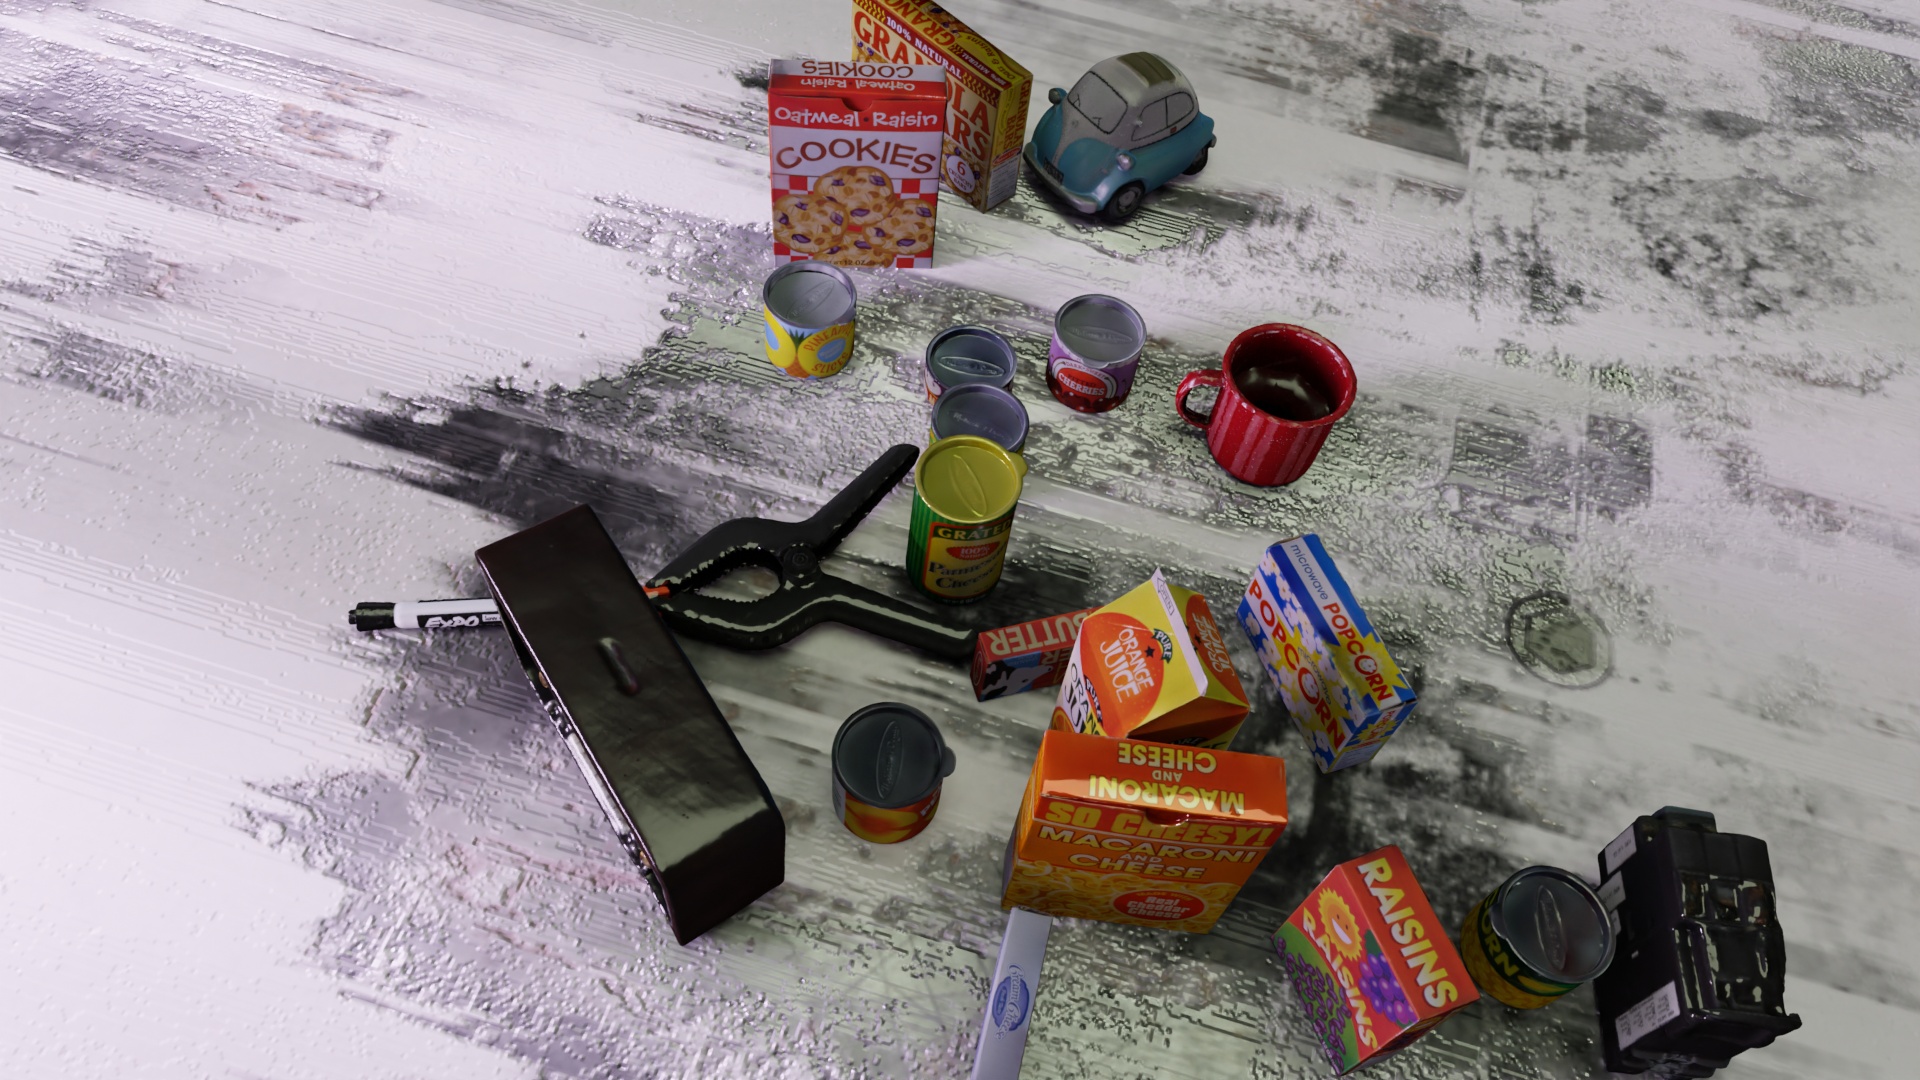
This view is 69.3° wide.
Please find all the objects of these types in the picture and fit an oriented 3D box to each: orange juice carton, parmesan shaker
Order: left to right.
[{"bbox_3d":[0.003,-0.011,0.888,0.071,0.102,0.071,3,56,-4],"label":"parmesan shaker"},{"bbox_3d":[0.103,0.094,0.776,0.073,0.191,0.072,-10,58,-12],"label":"orange juice carton"}]

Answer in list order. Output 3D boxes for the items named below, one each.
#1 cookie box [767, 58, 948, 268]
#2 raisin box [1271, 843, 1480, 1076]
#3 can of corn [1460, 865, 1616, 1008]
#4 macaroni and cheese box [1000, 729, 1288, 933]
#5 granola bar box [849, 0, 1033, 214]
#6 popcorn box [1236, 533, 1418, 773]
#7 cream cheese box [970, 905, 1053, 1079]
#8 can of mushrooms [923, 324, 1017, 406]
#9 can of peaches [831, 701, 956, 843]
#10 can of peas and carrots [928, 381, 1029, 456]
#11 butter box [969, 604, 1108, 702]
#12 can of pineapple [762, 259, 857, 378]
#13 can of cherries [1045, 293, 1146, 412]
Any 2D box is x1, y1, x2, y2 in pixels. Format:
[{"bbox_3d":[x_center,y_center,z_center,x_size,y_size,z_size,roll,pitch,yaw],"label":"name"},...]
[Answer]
[{"bbox_3d":[-0.077,-0.269,1.013,0.123,0.166,0.040,0,57,-6],"label":"cookie box"},{"bbox_3d":[0.218,0.226,0.742,0.040,0.122,0.086,-14,59,-15],"label":"raisin box"},{"bbox_3d":[0.325,0.227,0.792,0.071,0.058,0.071,3,56,-4],"label":"can of corn"},{"bbox_3d":[0.093,0.161,0.746,0.124,0.165,0.040,7,56,-1],"label":"macaroni and cheese box"},{"bbox_3d":[-0.020,-0.356,1.103,0.039,0.123,0.166,-37,67,-26],"label":"granola bar box"},{"bbox_3d":[0.225,0.070,0.869,0.038,0.084,0.127,-15,60,-15],"label":"popcorn box"},{"bbox_3d":[0.025,0.255,0.744,0.024,0.053,0.104,14,56,3],"label":"cream cheese box"},{"bbox_3d":[0.006,-0.119,1.002,0.071,0.033,0.071,3,56,-4],"label":"can of mushrooms"},{"bbox_3d":[-0.040,0.137,0.812,0.071,0.057,0.071,3,56,-4],"label":"can of peaches"},{"bbox_3d":[0.010,-0.064,0.951,0.071,0.058,0.071,3,56,-4],"label":"can of peas and carrots"},{"bbox_3d":[0.059,0.069,0.871,0.104,0.052,0.024,-11,59,-13],"label":"butter box"},{"bbox_3d":[-0.108,-0.158,1.001,0.071,0.057,0.071,3,56,-4],"label":"can of pineapple"},{"bbox_3d":[0.096,-0.133,1.007,0.071,0.058,0.072,3,56,-4],"label":"can of cherries"}]
